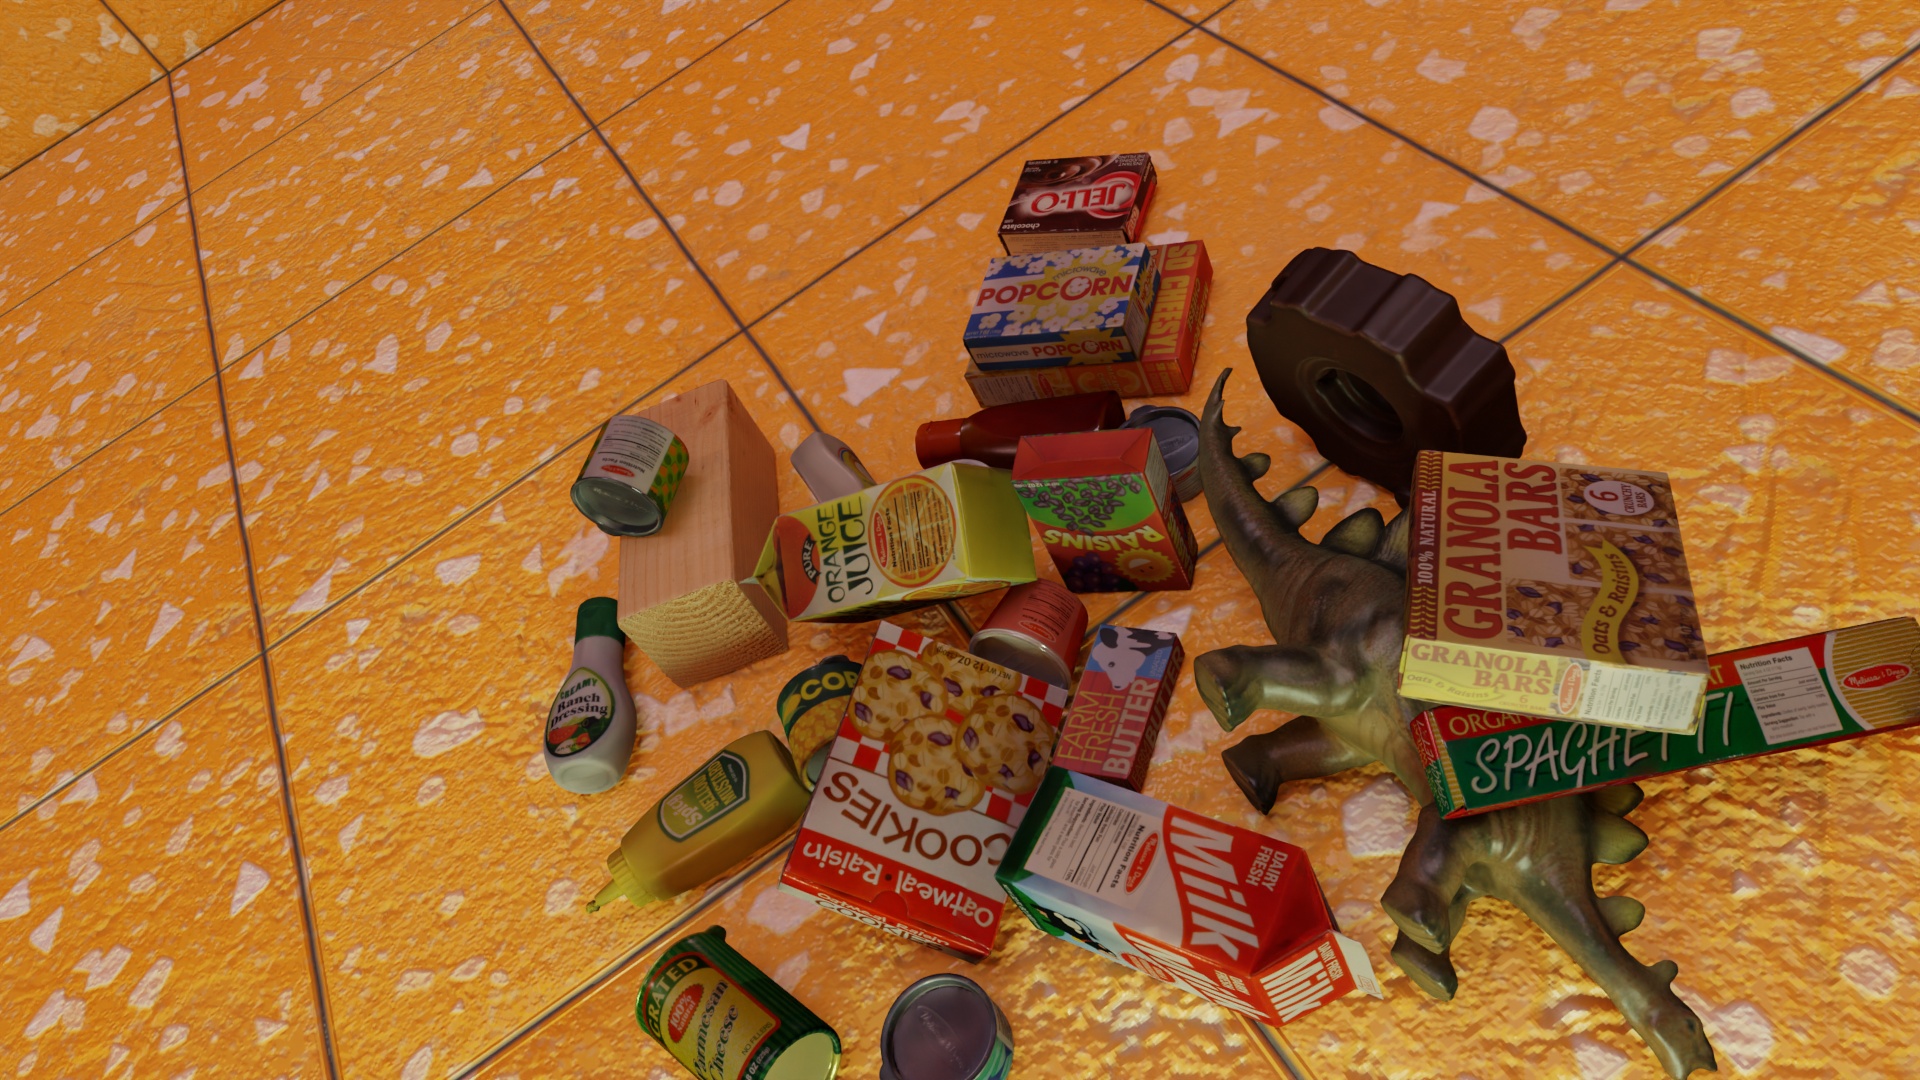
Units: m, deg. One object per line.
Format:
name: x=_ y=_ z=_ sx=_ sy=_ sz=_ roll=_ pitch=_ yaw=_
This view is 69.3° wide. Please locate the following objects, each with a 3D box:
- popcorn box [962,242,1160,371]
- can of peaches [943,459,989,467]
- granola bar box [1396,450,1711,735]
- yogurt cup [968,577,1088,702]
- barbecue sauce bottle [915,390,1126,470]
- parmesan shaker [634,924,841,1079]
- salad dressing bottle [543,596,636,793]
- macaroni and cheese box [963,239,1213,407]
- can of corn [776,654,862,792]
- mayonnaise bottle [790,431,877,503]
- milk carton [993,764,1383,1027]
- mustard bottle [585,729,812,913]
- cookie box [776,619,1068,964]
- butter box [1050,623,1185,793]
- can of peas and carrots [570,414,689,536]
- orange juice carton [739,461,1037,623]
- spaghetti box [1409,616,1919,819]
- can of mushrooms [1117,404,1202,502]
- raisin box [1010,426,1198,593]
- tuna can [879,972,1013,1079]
popcorn box: x=0.073 y=-0.169 z=1.008 sx=0.126 sy=0.038 sz=0.085 roll=0 pitch=53 yaw=27
can of peaches: x=0.003 y=-0.012 z=0.955 sx=0.071 sy=0.058 sz=0.071 roll=-13 pitch=48 yaw=15
granola bar box: x=0.279 y=0.019 z=0.668 sx=0.124 sy=0.038 sz=0.166 roll=7 pitch=35 yaw=16
yogurt cup: x=0.046 y=0.060 z=0.871 sx=0.072 sy=0.072 sz=0.054 roll=6 pitch=48 yaw=30
barbecue sauce bottle: x=0.041 y=-0.074 z=0.998 sx=0.148 sy=0.043 sz=0.065 roll=-4 pitch=36 yaw=24
parmesan shaker: x=-0.123 y=0.270 z=0.773 sx=0.103 sy=0.071 sz=0.071 roll=23 pitch=66 yaw=38
salad dressing bottle: x=-0.262 y=0.107 z=0.995 sx=0.064 sy=0.043 sz=0.148 roll=-17 pitch=47 yaw=11
macaroni and cheese box: x=0.098 y=-0.163 z=1.047 sx=0.166 sy=0.040 sz=0.124 roll=-1 pitch=53 yaw=26
can of corn: x=-0.077 y=0.117 z=0.878 sx=0.071 sy=0.071 sz=0.058 roll=-29 pitch=47 yaw=2
mayonnaise bottle: x=-0.068 y=-0.018 z=0.994 sx=0.041 sy=0.064 sz=0.148 roll=-46 pitch=50 yaw=7
milk carton: x=0.122 y=0.189 z=0.720 sx=0.190 sy=0.072 sz=0.074 roll=13 pitch=60 yaw=35
mustard bottle: x=-0.172 y=0.188 z=0.880 sx=0.160 sy=0.048 sz=0.065 roll=-36 pitch=43 yaw=-6
cookie box: x=-0.019 y=0.143 z=0.807 sx=0.123 sy=0.040 sz=0.168 roll=21 pitch=58 yaw=-1
butter box: x=0.096 y=0.101 z=0.839 sx=0.053 sy=0.024 sz=0.104 roll=4 pitch=55 yaw=30
can of peas and carrots: x=-0.229 y=-0.044 z=0.966 sx=0.071 sy=0.070 sz=0.059 roll=-2 pitch=52 yaw=25
orange juice carton: x=-0.052 y=0.009 z=0.893 sx=0.192 sy=0.072 sz=0.073 roll=-16 pitch=78 yaw=36
spaghetti box: x=0.335 y=0.082 z=0.647 sx=0.250 sy=0.028 sz=0.050 roll=-10 pitch=69 yaw=-7
can of mushrooms: x=0.137 y=-0.058 z=0.946 sx=0.071 sy=0.033 sz=0.071 roll=-14 pitch=49 yaw=16
raisin box: x=0.092 y=-0.016 z=0.870 sx=0.086 sy=0.123 sz=0.040 roll=-4 pitch=52 yaw=24
tuna can: x=-0.008 y=0.271 z=0.742 sx=0.071 sy=0.032 sz=0.071 roll=-14 pitch=48 yaw=16
